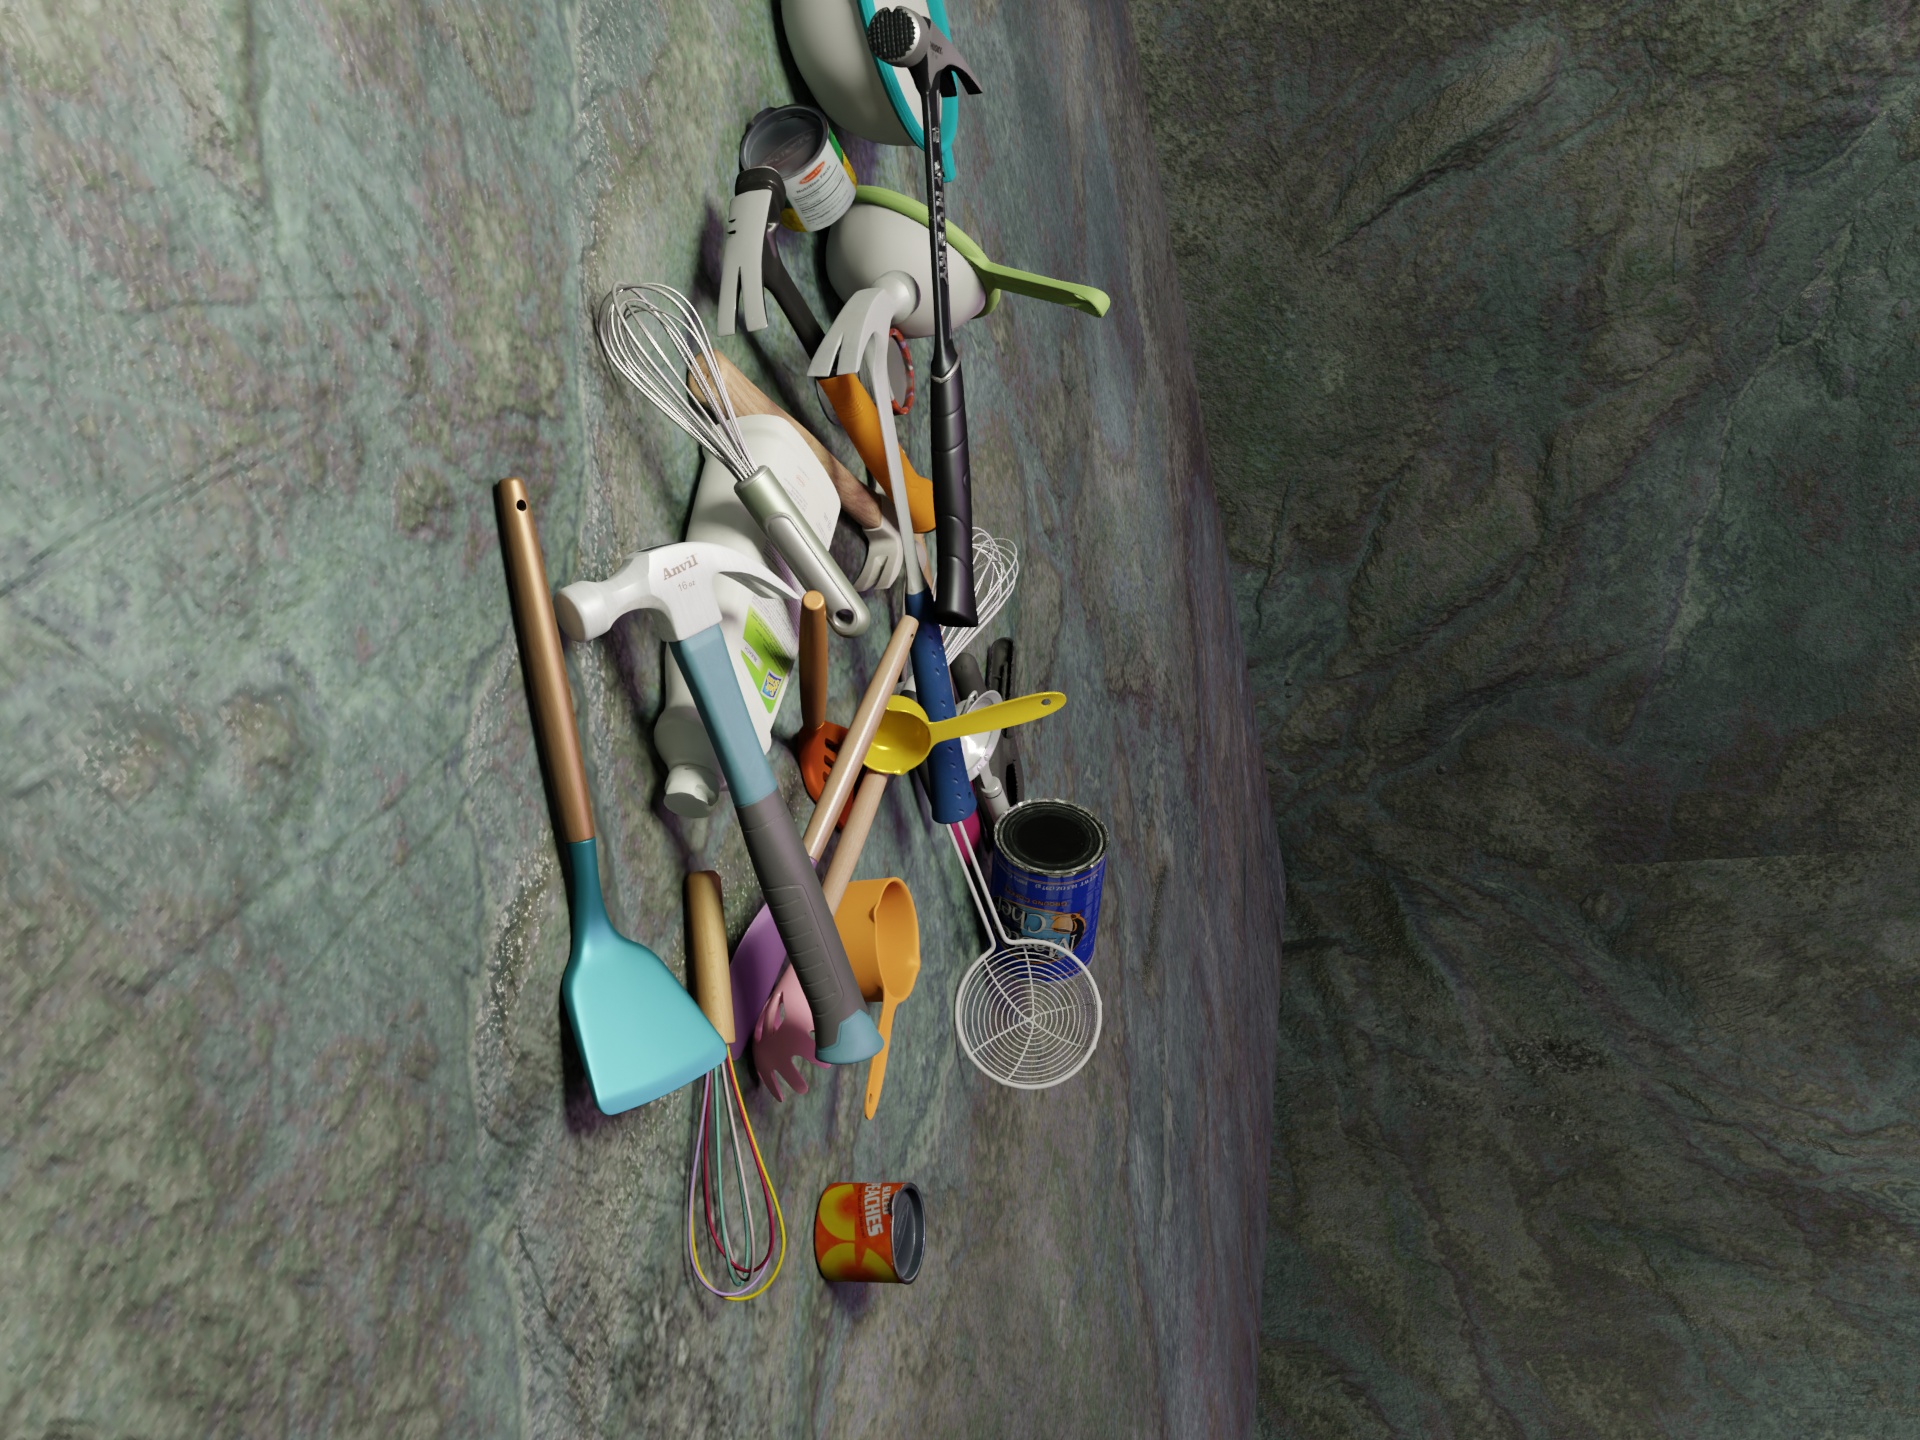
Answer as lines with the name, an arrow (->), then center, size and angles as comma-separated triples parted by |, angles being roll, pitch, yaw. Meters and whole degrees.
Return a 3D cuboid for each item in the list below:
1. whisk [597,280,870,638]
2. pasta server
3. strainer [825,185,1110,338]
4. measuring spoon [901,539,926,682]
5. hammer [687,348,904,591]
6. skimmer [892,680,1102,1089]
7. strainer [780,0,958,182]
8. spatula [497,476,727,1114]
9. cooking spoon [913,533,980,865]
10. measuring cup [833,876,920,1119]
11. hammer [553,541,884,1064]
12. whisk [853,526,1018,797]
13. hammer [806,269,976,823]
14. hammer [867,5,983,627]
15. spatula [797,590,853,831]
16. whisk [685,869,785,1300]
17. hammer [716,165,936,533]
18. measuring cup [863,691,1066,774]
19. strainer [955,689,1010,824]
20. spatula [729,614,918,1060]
whisk -> -0.126, -0.147, 0.921 | 0.246, 0.058, 0.059 | 55, 18, -20
pasta server -> -0.081, 0.118, 1.087 | 0.040, 0.060, 0.316 | 45, 37, -23
strainer -> -0.008, -0.320, 1.202 | 0.069, 0.256, 0.151 | -60, 148, -11
measuring spoon -> -0.039, -0.088, 1.304 | 0.034, 0.018, 0.124 | -88, -178, -70
hammer -> -0.106, -0.183, 1.142 | 0.331, 0.031, 0.130 | 30, 57, -68
skimmer -> 0.016, 0.140, 1.329 | 0.090, 0.127, 0.363 | -112, -179, -68
strainer -> -0.101, -0.542, 1.163 | 0.340, 0.095, 0.211 | 22, 62, -68
spatula -> -0.189, 0.035, 0.800 | 0.082, 0.044, 0.317 | -18, 101, -44
cooking spoon -> -0.013, -0.019, 1.405 | 0.069, 0.017, 0.318 | -56, 139, -63
measuring cup -> -0.072, 0.193, 1.110 | 0.095, 0.052, 0.174 | 60, 32, -53
hammer -> -0.112, 0.055, 0.896 | 0.128, 0.033, 0.330 | -33, 114, -35
whisk -> -0.024, -0.047, 1.272 | 0.285, 0.070, 0.070 | -64, 147, -33
hammer -> -0.036, -0.103, 1.143 | 0.144, 0.035, 0.405 | -59, 145, -56
hammer -> -0.012, -0.265, 1.104 | 0.149, 0.036, 0.409 | -36, 125, -68
spatula -> -0.087, -0.010, 1.040 | 0.322, 0.041, 0.081 | 103, -10, -69
whisk -> -0.136, 0.209, 0.922 | 0.051, 0.047, 0.245 | 15, 68, -70
hammer -> -0.081, -0.226, 1.126 | 0.336, 0.034, 0.127 | 53, 34, -57
measuring cup -> -0.002, -0.004, 1.149 | 0.029, 0.156, 0.062 | -105, -178, -53
strainer -> 0.023, 0.055, 1.413 | 0.087, 0.050, 0.258 | -53, 144, -26
spatula -> -0.090, 0.065, 1.019 | 0.316, 0.018, 0.059 | -67, 154, -23
